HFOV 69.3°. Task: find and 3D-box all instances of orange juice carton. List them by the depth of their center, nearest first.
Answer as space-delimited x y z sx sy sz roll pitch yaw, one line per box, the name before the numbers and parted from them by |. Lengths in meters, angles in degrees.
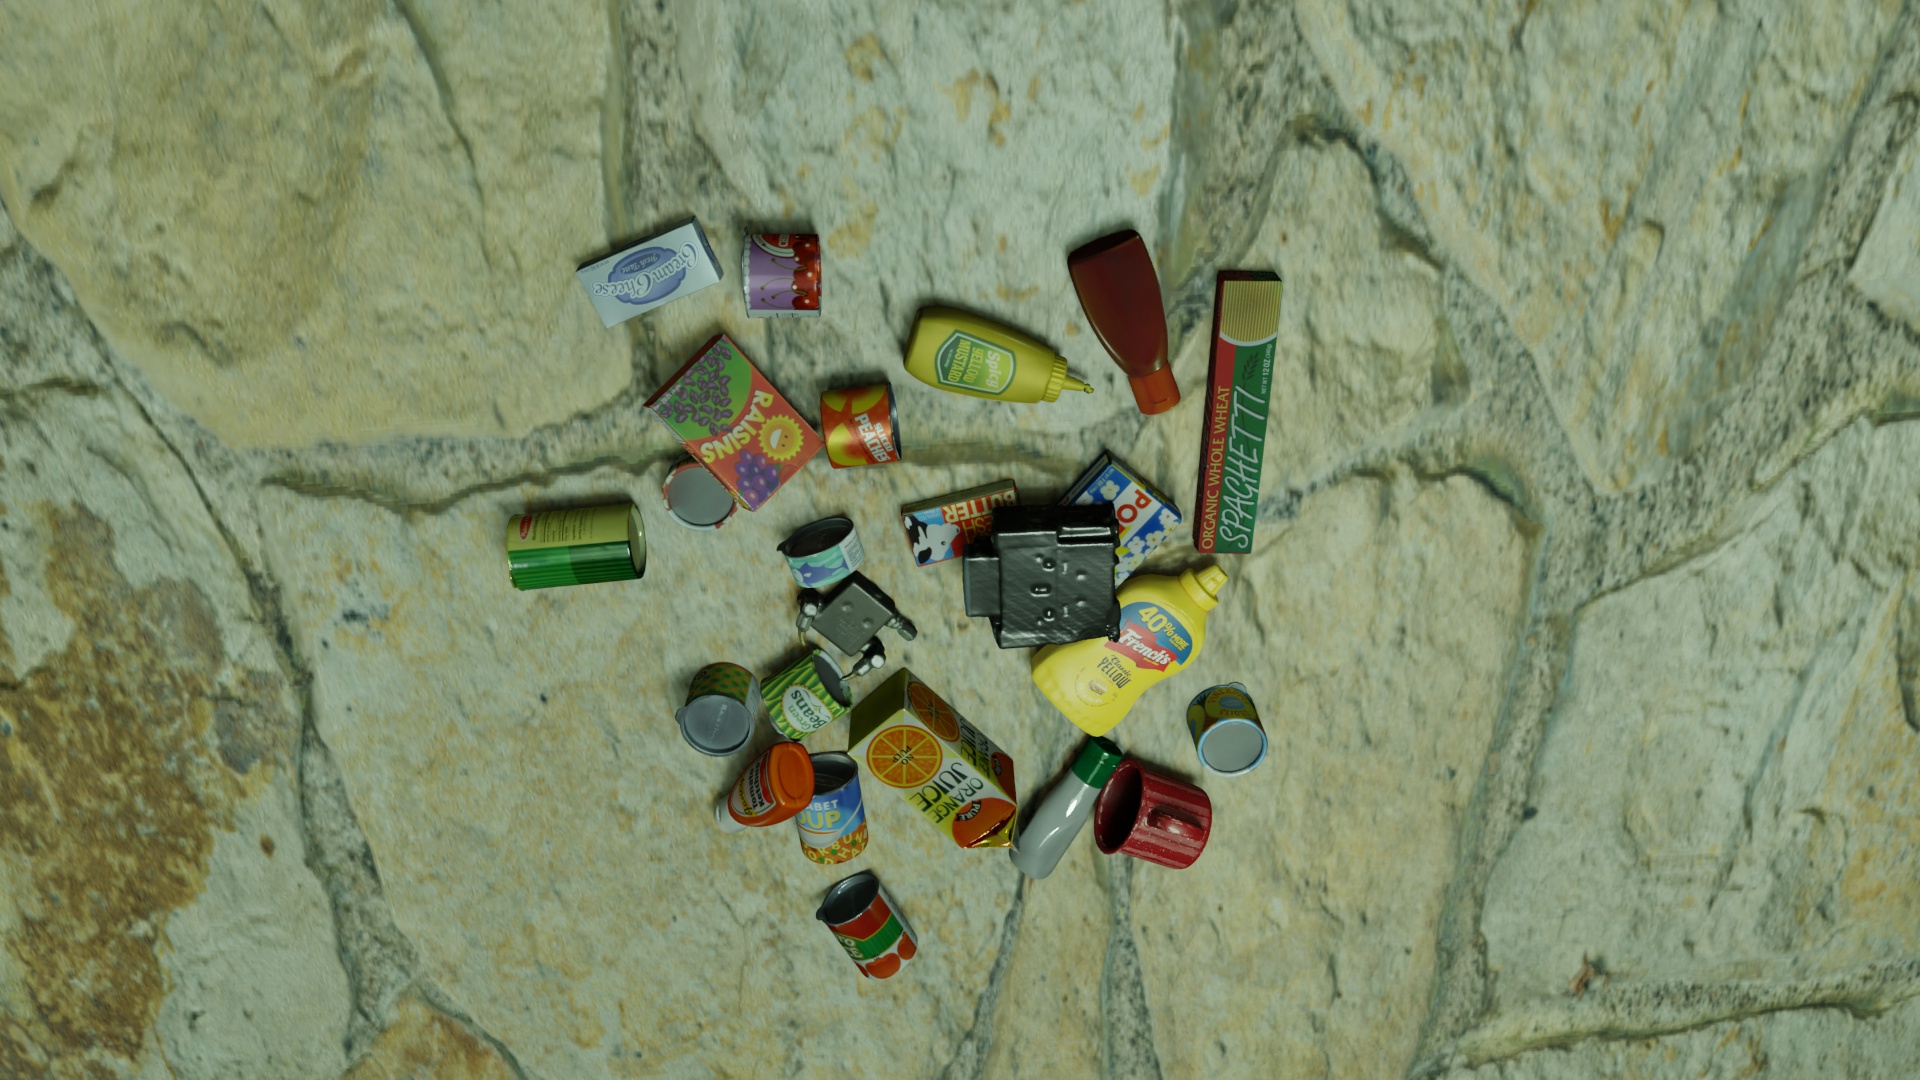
orange juice carton | -0.011 0.215 1.294 0.073 0.072 0.192 -41 110 17

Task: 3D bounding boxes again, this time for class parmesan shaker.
parmesan shaker | -0.326 0.008 1.184 0.103 0.071 0.071 -5 116 0

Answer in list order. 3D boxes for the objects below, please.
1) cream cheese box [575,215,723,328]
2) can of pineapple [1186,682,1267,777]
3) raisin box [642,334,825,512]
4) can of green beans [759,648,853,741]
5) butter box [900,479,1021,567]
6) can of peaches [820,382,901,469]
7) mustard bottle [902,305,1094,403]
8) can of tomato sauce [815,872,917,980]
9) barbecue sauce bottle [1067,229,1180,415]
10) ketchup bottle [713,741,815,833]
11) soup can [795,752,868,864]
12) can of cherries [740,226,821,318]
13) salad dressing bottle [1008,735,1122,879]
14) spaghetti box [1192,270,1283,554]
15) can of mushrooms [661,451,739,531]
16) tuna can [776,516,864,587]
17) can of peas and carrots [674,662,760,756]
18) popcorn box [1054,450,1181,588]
cream cheese box | -0.247 -0.214 1.109 0.104 0.024 0.053 -21 116 8
can of pineapple | 0.248 0.176 1.293 0.071 0.058 0.070 -1 115 -2
raisin box | -0.185 -0.096 1.140 0.086 0.040 0.123 -47 111 -13
can of green beans | -0.139 0.139 1.256 0.058 0.071 0.071 -32 113 12
butter box | 0.004 -0.015 1.212 0.103 0.024 0.053 -14 114 4
can of peaches | -0.082 -0.093 1.146 0.058 0.071 0.071 -7 116 2
mustard bottle | 0.036 -0.145 1.138 0.160 0.049 0.065 14 116 -8
can of tomato sauce | -0.091 0.383 1.372 0.071 0.071 0.083 -26 114 10
barbecue sauce bottle | 0.140 -0.174 1.131 0.065 0.044 0.148 -21 115 8
ketchup bottle | -0.183 0.234 1.276 0.043 0.065 0.148 4 154 -31
soup can | -0.125 0.254 1.308 0.071 0.071 0.083 -6 116 1
can of cherries | -0.139 -0.210 1.090 0.058 0.072 0.071 -1 116 -2
salad dressing bottle | 0.102 0.254 1.327 0.044 0.064 0.147 39 106 28
spaghetti box | 0.233 -0.103 1.176 0.050 0.029 0.248 0 115 -1
can of mushrooms | -0.219 -0.045 1.184 0.071 0.033 0.070 -1 115 -1
tuna can | -0.120 0.011 1.196 0.071 0.071 0.032 -17 115 6
can of peas and carrots | -0.220 0.153 1.264 0.071 0.059 0.070 -1 115 -1
popcorn box | 0.119 -0.005 1.213 0.085 0.038 0.126 37 109 -17
